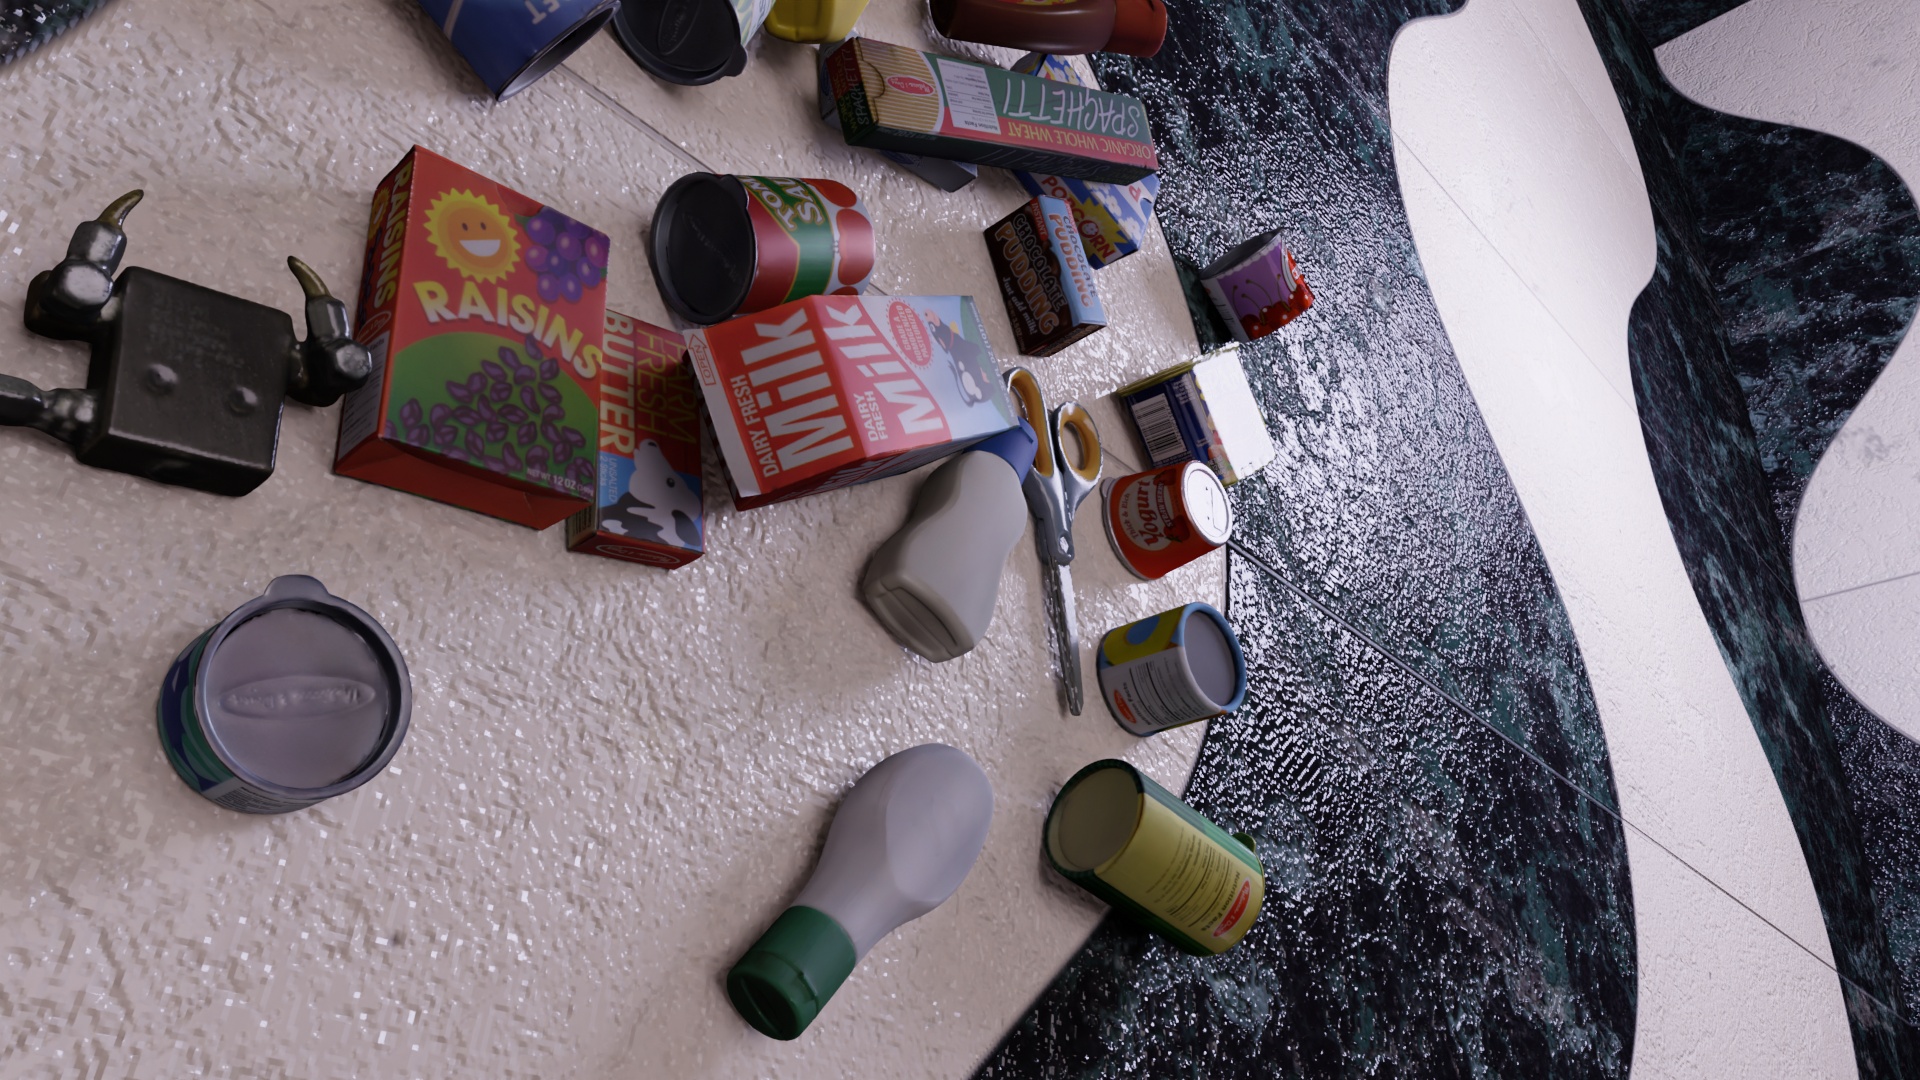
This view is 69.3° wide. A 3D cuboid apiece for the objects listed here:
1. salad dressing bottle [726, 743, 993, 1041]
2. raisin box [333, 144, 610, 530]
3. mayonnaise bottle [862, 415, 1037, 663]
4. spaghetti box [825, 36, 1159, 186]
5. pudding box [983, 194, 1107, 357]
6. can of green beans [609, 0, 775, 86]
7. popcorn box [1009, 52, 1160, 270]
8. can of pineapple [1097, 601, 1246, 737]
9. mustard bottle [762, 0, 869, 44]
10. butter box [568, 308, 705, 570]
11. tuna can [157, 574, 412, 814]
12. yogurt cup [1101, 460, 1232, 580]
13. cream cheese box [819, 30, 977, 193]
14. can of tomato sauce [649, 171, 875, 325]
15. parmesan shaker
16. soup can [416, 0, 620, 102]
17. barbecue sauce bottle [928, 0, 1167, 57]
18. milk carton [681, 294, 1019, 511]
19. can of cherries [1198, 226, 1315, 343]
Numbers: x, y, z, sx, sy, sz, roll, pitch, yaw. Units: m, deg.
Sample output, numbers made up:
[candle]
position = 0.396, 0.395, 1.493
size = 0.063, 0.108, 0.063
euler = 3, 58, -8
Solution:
[salad dressing bottle]
position = -0.039, 0.143, 0.582
size = 0.148, 0.044, 0.064
euler = -42, 107, -49
[raisin box]
position = -0.182, -0.075, 0.527
size = 0.086, 0.040, 0.124
euler = 20, 57, -42
[mayonnaise bottle]
position = 0.003, -0.009, 0.708
size = 0.064, 0.041, 0.149
euler = 47, 41, -20
[spaghetti box]
position = 0.028, -0.244, 0.808
size = 0.251, 0.028, 0.050
euler = -7, 82, -46
[pudding box]
position = 0.051, -0.157, 0.829
size = 0.030, 0.049, 0.084
euler = -6, 77, -49
[can of green beans]
position = -0.126, -0.261, 0.662
size = 0.071, 0.071, 0.058
euler = 44, 43, -26
[popcorn box]
position = 0.074, -0.252, 0.912
size = 0.126, 0.038, 0.085
euler = 45, 42, -25
[can of pineapple]
position = 0.121, 0.072, 0.791
size = 0.071, 0.057, 0.071
euler = 25, 54, -40
[mustard bottle]
position = -0.070, -0.322, 0.762
size = 0.161, 0.049, 0.065
euler = -74, 169, -53
[butter box]
position = -0.135, -0.043, 0.577
size = 0.053, 0.024, 0.104
euler = 16, 61, -45
[tuna can]
position = -0.212, 0.049, 0.436
size = 0.071, 0.032, 0.071
euler = 25, 55, -41
[yogurt cup]
position = 0.128, -0.015, 0.845
size = 0.072, 0.054, 0.072
euler = 25, 55, -41
[cream cheese box]
position = -0.035, -0.244, 0.793
size = 0.104, 0.024, 0.053
euler = 18, 58, -43
[can of tomato sauce]
position = -0.089, -0.137, 0.641
size = 0.083, 0.071, 0.071
euler = -16, 85, -52
[parmesan shaker]
position = 0.101, 0.161, 0.715
size = 0.103, 0.071, 0.072
euler = 38, 47, -31
[soup can]
position = -0.191, -0.237, 0.570
size = 0.083, 0.071, 0.072
euler = 52, 41, -18
[barbecue sauce bottle]
position = 0.057, -0.334, 0.879
size = 0.149, 0.043, 0.065
euler = 1, 50, -21
[milk carton]
position = -0.054, -0.063, 0.618
size = 0.191, 0.073, 0.072
euler = -20, 90, -62
[can of cherries]
position = 0.221, -0.188, 1.024
size = 0.058, 0.071, 0.072
euler = 57, 40, -14
